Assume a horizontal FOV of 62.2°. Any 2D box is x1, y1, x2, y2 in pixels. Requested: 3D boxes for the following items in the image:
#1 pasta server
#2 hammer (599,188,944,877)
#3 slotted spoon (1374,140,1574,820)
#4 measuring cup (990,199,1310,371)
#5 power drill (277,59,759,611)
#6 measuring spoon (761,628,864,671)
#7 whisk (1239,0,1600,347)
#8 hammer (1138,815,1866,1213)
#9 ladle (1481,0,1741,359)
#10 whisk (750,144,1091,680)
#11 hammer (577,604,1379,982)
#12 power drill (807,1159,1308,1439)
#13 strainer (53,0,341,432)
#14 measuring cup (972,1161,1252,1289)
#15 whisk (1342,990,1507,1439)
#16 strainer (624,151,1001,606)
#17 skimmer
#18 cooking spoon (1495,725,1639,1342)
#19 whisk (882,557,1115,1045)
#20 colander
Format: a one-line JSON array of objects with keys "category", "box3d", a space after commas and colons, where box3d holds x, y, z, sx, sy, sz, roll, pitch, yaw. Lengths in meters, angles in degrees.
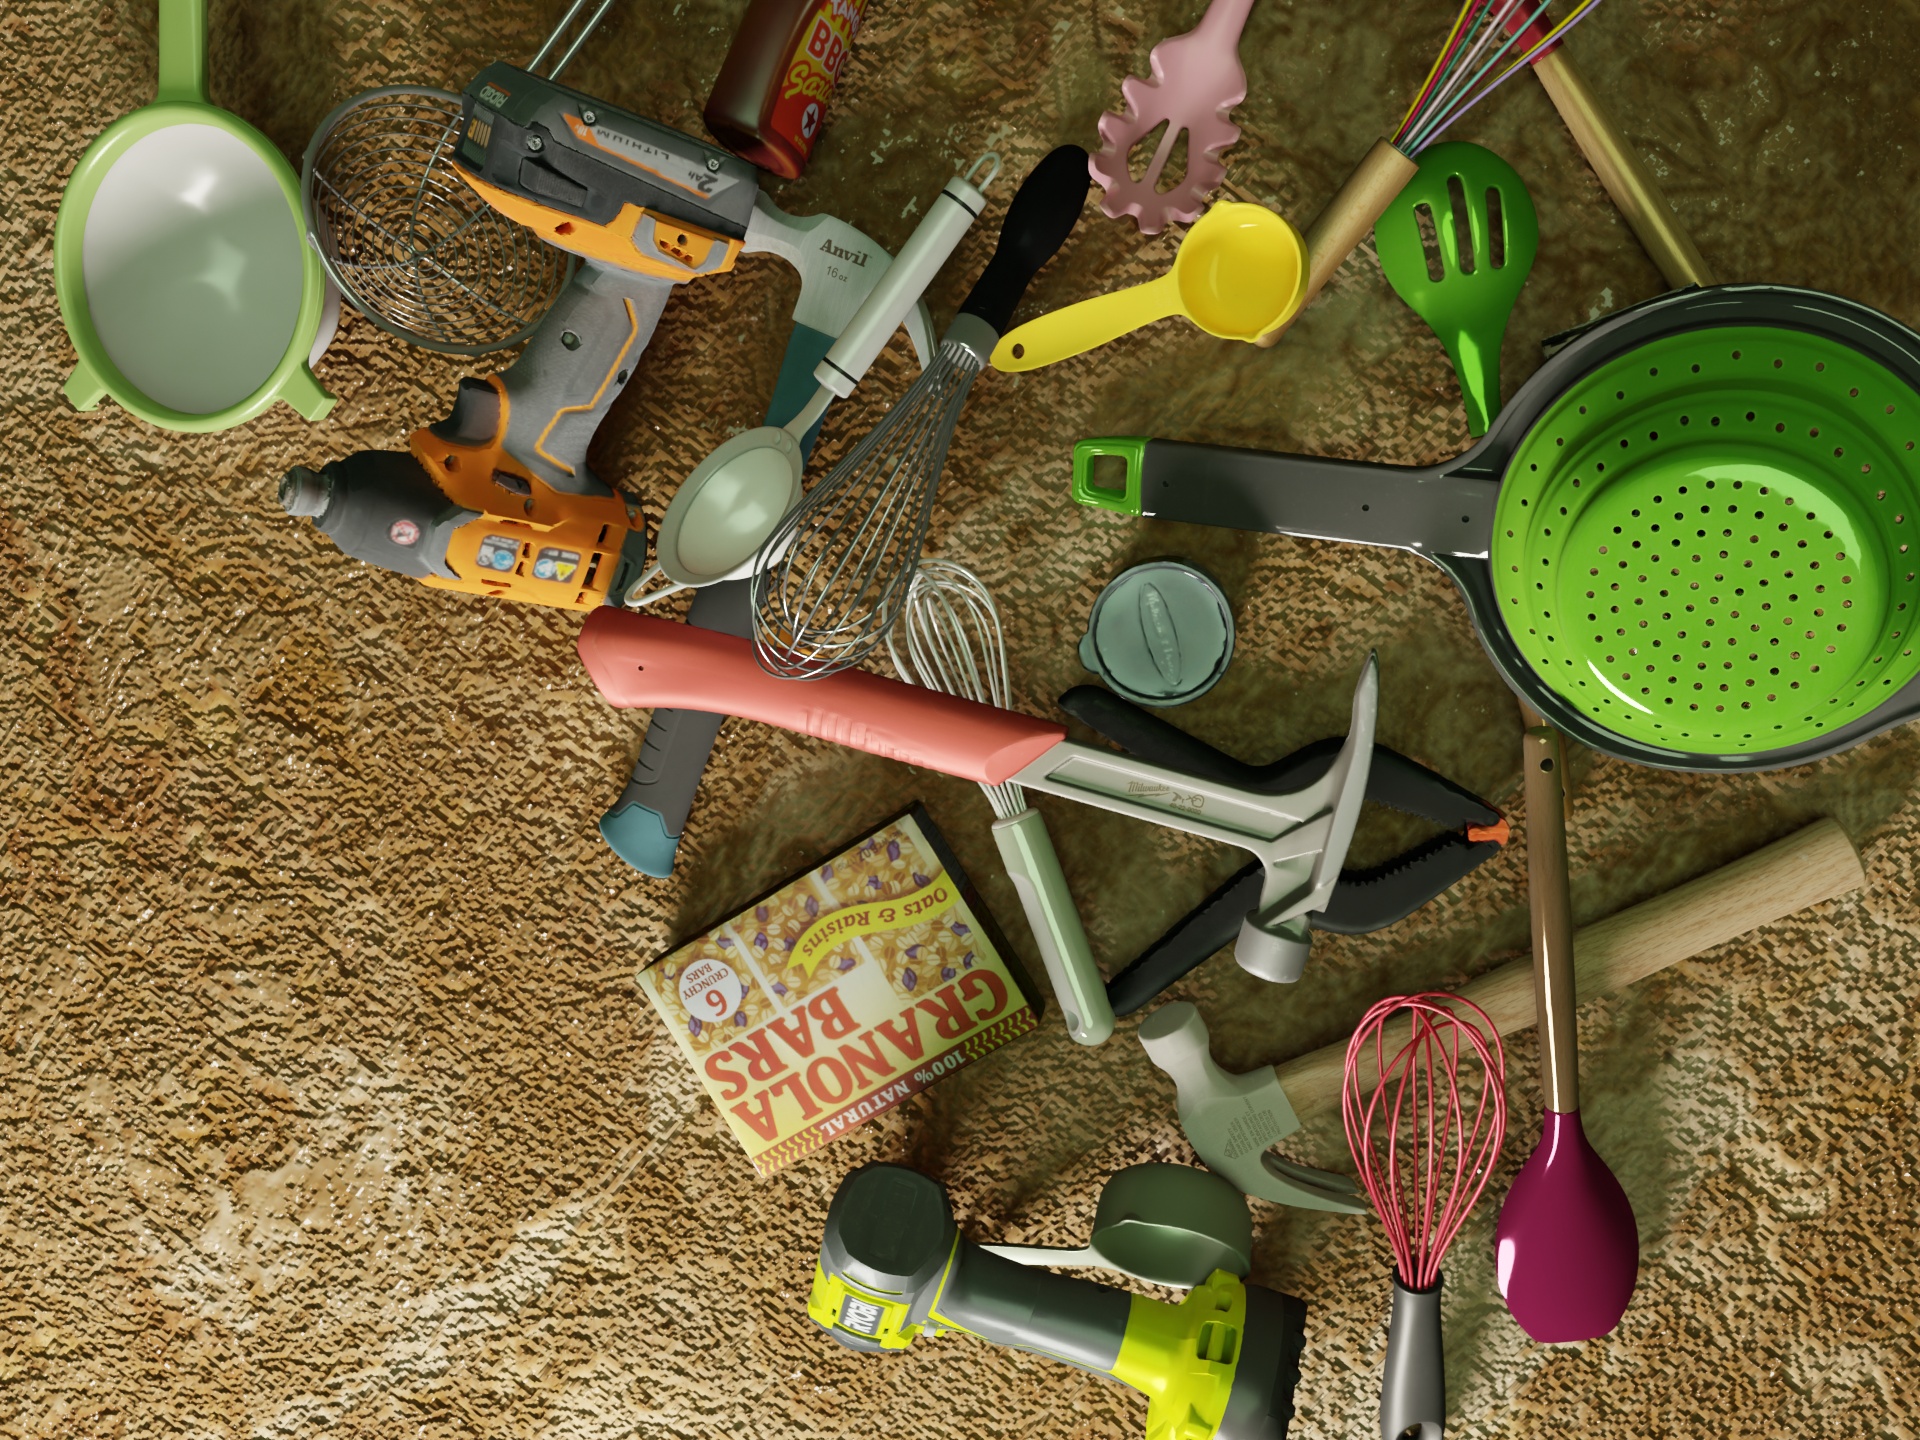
[{"category": "pasta server", "box3d": [0.142, -0.362, 0.690, 0.060, 0.040, 0.316, 26, 101, -1]}, {"category": "hammer", "box3d": [-0.107, -0.079, 0.774, 0.128, 0.033, 0.331, 23, 102, 5]}, {"category": "slotted spoon", "box3d": [0.246, -0.105, 0.722, 0.070, 0.031, 0.313, -12, 98, 8]}, {"category": "measuring cup", "box3d": [0.084, -0.188, 0.723, 0.156, 0.029, 0.062, -12, 96, 32]}, {"category": "power drill", "box3d": [-0.195, -0.161, 0.702, 0.084, 0.164, 0.226, 41, 115, 44]}, {"category": "measuring spoon", "box3d": [-0.044, -0.011, 0.769, 0.116, 0.011, 0.021, 28, 104, -15]}, {"category": "whisk", "box3d": [0.199, -0.263, 0.676, 0.047, 0.051, 0.245, 17, 124, -36]}, {"category": "hammer", "box3d": [0.259, 0.133, 0.748, 0.331, 0.031, 0.130, -26, 104, 9]}, {"category": "ladle", "box3d": [0.269, -0.267, 0.693, 0.069, 0.031, 0.315, -34, 94, 13]}, {"category": "whisk", "box3d": [-0.010, -0.140, 0.698, 0.070, 0.070, 0.285, 28, 77, 3]}, {"category": "hammer", "box3d": [-0.001, -0.002, 0.713, 0.359, 0.037, 0.149, 16, 105, 11]}, {"category": "power drill", "box3d": [0.038, 0.293, 0.764, 0.223, 0.080, 0.171, 18, 145, 4]}, {"category": "strainer", "box3d": [-0.351, -0.266, 0.761, 0.151, 0.069, 0.256, 5, 98, 16]}, {"category": "measuring cup", "box3d": [0.066, 0.249, 0.789, 0.167, 0.038, 0.083, -13, 135, 35]}, {"category": "whisk", "box3d": [0.212, 0.244, 0.739, 0.073, 0.073, 0.295, -2, 117, 9]}, {"category": "strainer", "box3d": [-0.059, -0.146, 0.718, 0.050, 0.087, 0.258, 30, 101, -43]}, {"category": "skimmer", "box3d": [-0.155, -0.329, 0.712, 0.127, 0.090, 0.363, 35, 101, -27]}, {"category": "cooking spoon", "box3d": [0.273, 0.154, 0.727, 0.069, 0.017, 0.318, -9, 107, 3]}, {"category": "whisk", "box3d": [0.023, 0.040, 0.757, 0.059, 0.058, 0.246, -21, 92, -23]}, {"category": "colander", "box3d": [0.219, -0.073, 0.647, 0.397, 0.094, 0.204, 10, 114, 23]}]
